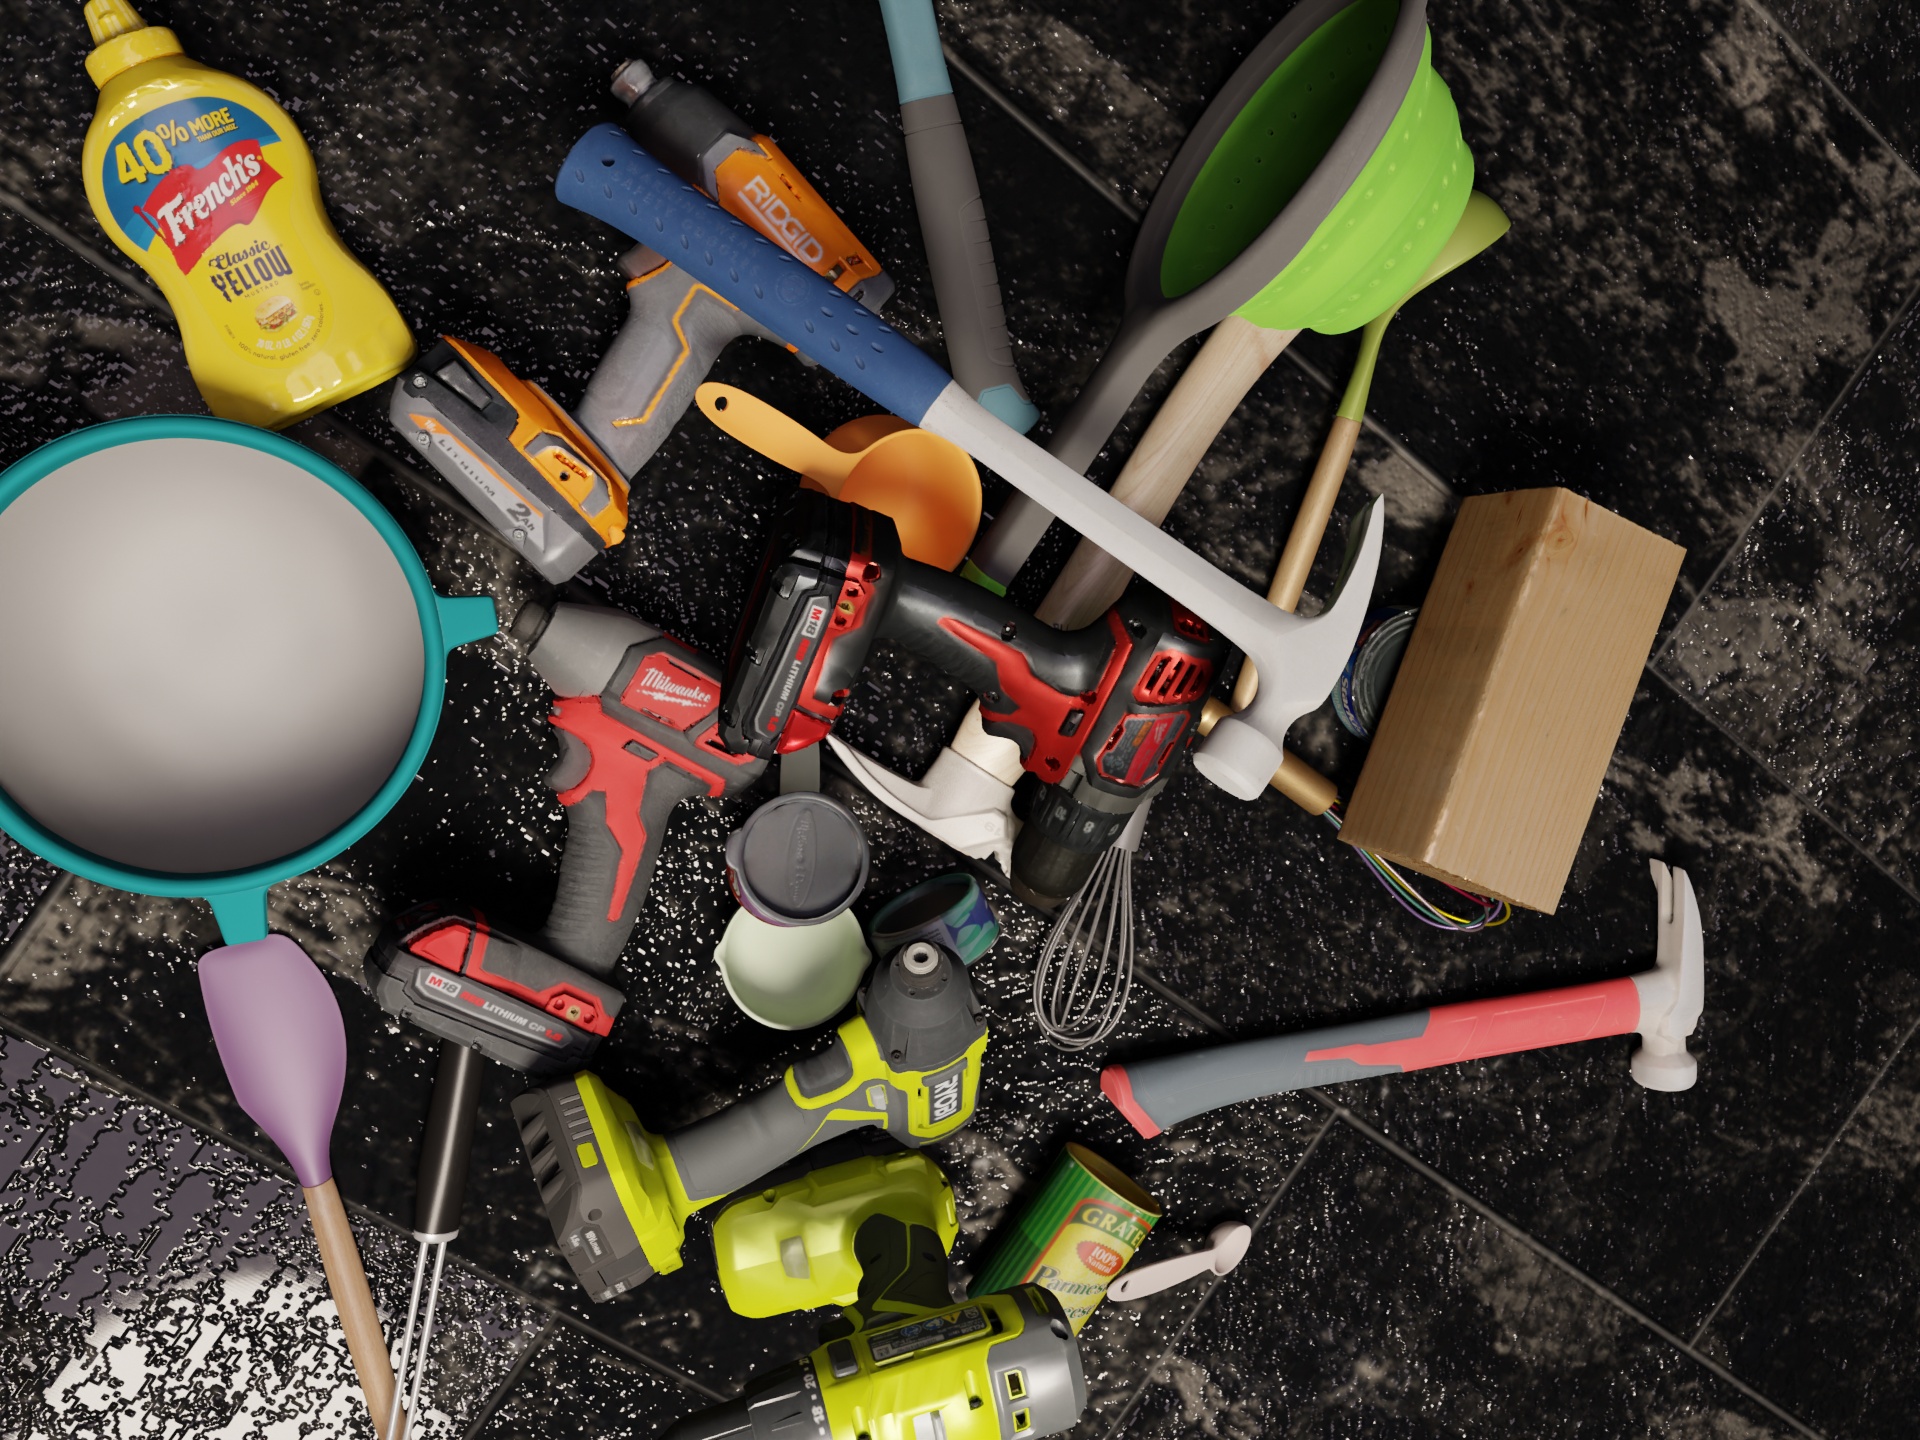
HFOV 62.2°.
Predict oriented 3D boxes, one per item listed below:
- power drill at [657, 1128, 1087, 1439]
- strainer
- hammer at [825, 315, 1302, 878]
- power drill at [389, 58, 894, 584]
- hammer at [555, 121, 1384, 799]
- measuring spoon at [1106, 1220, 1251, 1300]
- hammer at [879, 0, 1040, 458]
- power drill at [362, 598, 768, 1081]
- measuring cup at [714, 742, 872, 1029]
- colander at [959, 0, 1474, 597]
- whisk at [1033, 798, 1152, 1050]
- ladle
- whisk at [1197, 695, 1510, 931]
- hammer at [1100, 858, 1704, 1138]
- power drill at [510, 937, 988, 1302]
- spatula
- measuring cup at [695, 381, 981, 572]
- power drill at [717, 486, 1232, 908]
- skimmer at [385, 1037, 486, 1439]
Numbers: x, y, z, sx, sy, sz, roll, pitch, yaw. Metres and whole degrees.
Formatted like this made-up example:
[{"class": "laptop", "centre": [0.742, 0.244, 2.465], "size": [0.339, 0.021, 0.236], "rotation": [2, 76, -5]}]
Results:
[{"class": "power drill", "centre": [-0.061, 0.296, 0.788], "size": [0.190, 0.229, 0.080], "rotation": [-12, 102, -12]}, {"class": "strainer", "centre": [-0.395, -0.068, 0.715], "size": [0.340, 0.095, 0.211], "rotation": [37, 86, -15]}, {"class": "hammer", "centre": [0.086, -0.117, 0.859], "size": [0.146, 0.038, 0.410], "rotation": [32, 90, -16]}, {"class": "power drill", "centre": [-0.163, -0.194, 0.761], "size": [0.226, 0.084, 0.164], "rotation": [-45, 106, -8]}, {"class": "hammer", "centre": [0.002, -0.138, 0.703], "size": [0.405, 0.035, 0.144], "rotation": [35, 82, 2]}, {"class": "measuring spoon", "centre": [0.124, 0.314, 0.926], "size": [0.124, 0.018, 0.034], "rotation": [0, 111, -42]}, {"class": "hammer", "centre": [-0.012, -0.300, 0.804], "size": [0.128, 0.033, 0.331], "rotation": [-16, 103, -12]}, {"class": "power drill", "centre": [-0.195, 0.052, 0.785], "size": [0.143, 0.078, 0.220], "rotation": [31, 81, -22]}, {"class": "measuring cup", "centre": [-0.090, 0.080, 0.853], "size": [0.083, 0.038, 0.168], "rotation": [3, 82, -13]}, {"class": "colander", "centre": [0.133, -0.190, 0.786], "size": [0.094, 0.205, 0.397], "rotation": [30, 101, -20]}, {"class": "whisk", "centre": [0.090, 0.069, 0.886], "size": [0.055, 0.055, 0.239], "rotation": [15, 92, -16]}, {"class": "ladle", "centre": [0.216, -0.137, 0.880], "size": [0.062, 0.078, 0.320], "rotation": [17, 101, -7]}, {"class": "whisk", "centre": [0.227, 0.055, 0.913], "size": [0.244, 0.047, 0.051], "rotation": [34, 89, -19]}, {"class": "hammer", "centre": [0.271, 0.177, 0.954], "size": [0.386, 0.038, 0.143], "rotation": [-6, 99, -13]}, {"class": "power drill", "centre": [-0.094, 0.186, 0.779], "size": [0.223, 0.080, 0.171], "rotation": [-22, 148, -15]}, {"class": "spatula", "centre": [-0.325, 0.261, 0.826], "size": [0.059, 0.018, 0.316], "rotation": [-14, 102, -18]}, {"class": "measuring cup", "centre": [-0.068, -0.126, 0.783], "size": [0.173, 0.052, 0.095], "rotation": [27, 96, -38]}, {"class": "power drill", "centre": [-0.001, -0.002, 0.777], "size": [0.226, 0.080, 0.187], "rotation": [16, 122, -15]}, {"class": "skimmer", "centre": [-0.258, 0.329, 0.806], "size": [0.127, 0.090, 0.363], "rotation": [9, 90, -52]}]
